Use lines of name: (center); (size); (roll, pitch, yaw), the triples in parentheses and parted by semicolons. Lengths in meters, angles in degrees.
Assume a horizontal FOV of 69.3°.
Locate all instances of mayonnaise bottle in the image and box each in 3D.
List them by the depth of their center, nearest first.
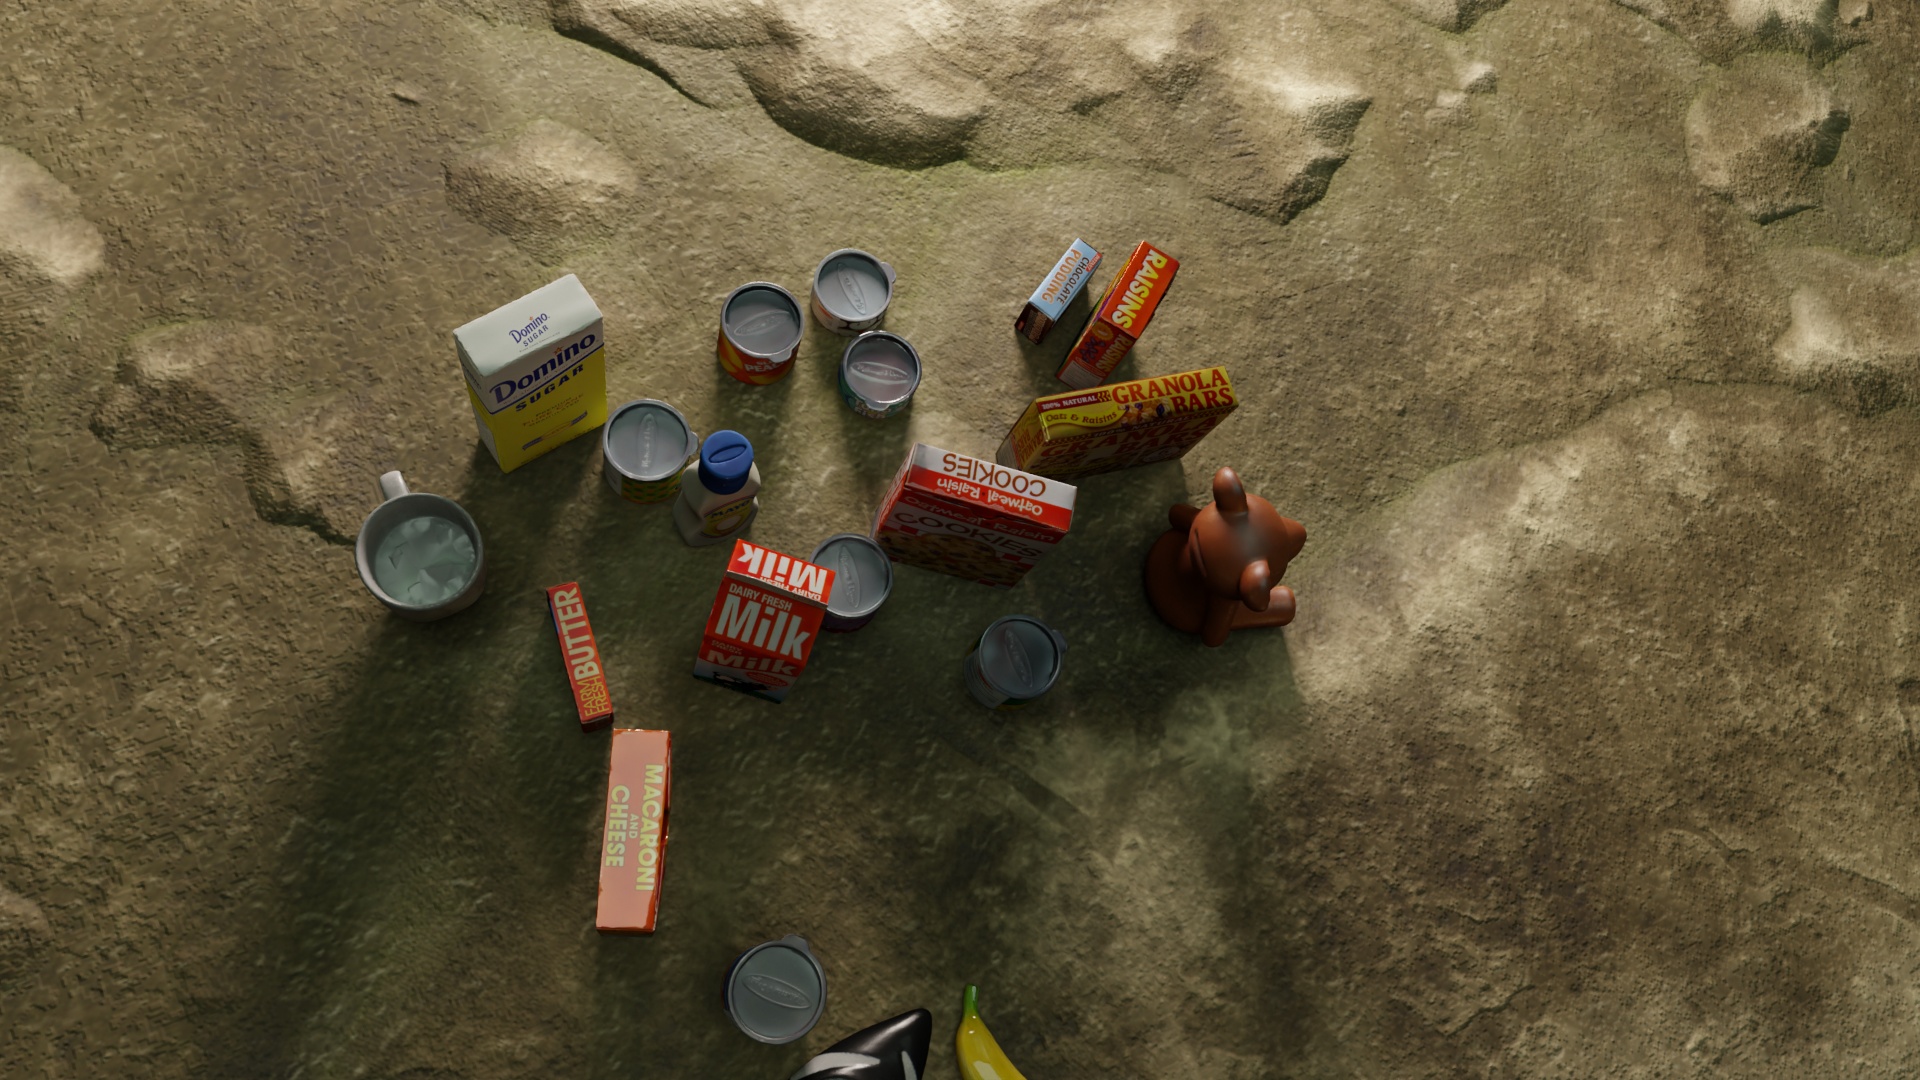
mayonnaise bottle: (-0.177, -0.038, 1.022); (0.065, 0.147, 0.041); (-23, 80, -19)

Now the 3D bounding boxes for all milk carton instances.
milk carton: (-0.139, 0.056, 0.979); (0.072, 0.190, 0.074); (19, 70, -8)

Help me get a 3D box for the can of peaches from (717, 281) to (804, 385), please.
can of peaches: (-0.160, -0.163, 1.115); (0.071, 0.058, 0.071); (4, 72, -12)

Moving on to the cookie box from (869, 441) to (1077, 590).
cookie box: (0.004, -0.013, 1.048); (0.123, 0.167, 0.040); (15, 71, -9)

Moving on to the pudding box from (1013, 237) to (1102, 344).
pudding box: (0.085, -0.214, 1.195); (0.030, 0.049, 0.084); (37, 68, -1)

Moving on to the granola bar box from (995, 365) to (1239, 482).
granola bar box: (0.123, -0.090, 1.125); (0.166, 0.123, 0.039); (-12, 76, -17)

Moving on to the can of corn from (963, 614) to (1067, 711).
can of corn: (0.042, 0.095, 1.082); (0.071, 0.058, 0.071); (4, 72, -12)

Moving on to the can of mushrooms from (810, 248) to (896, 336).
can of mushrooms: (-0.089, -0.207, 1.159); (0.071, 0.033, 0.071); (4, 72, -13)

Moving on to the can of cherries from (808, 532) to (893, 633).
can of cherries: (-0.092, 0.034, 1.069); (0.071, 0.058, 0.071); (4, 72, -12)

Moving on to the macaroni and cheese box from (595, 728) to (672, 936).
macaroni and cheese box: (-0.217, 0.199, 0.927); (0.040, 0.166, 0.124); (5, 72, -12)

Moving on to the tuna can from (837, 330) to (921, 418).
tuna can: (-0.067, -0.133, 1.141); (0.071, 0.032, 0.071); (4, 72, -13)

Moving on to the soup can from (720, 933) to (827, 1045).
soup can: (-0.129, 0.308, 0.959); (0.071, 0.083, 0.071); (4, 72, -12)

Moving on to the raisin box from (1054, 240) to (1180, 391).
raisin box: (0.129, -0.182, 1.156); (0.040, 0.123, 0.086); (32, 69, -3)

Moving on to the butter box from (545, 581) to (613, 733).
butter box: (-0.276, 0.086, 1.010); (0.024, 0.053, 0.103); (-15, 77, -17)

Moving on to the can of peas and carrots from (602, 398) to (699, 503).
can of peas and carrots: (-0.238, -0.067, 1.065); (0.071, 0.058, 0.071); (4, 72, -12)
